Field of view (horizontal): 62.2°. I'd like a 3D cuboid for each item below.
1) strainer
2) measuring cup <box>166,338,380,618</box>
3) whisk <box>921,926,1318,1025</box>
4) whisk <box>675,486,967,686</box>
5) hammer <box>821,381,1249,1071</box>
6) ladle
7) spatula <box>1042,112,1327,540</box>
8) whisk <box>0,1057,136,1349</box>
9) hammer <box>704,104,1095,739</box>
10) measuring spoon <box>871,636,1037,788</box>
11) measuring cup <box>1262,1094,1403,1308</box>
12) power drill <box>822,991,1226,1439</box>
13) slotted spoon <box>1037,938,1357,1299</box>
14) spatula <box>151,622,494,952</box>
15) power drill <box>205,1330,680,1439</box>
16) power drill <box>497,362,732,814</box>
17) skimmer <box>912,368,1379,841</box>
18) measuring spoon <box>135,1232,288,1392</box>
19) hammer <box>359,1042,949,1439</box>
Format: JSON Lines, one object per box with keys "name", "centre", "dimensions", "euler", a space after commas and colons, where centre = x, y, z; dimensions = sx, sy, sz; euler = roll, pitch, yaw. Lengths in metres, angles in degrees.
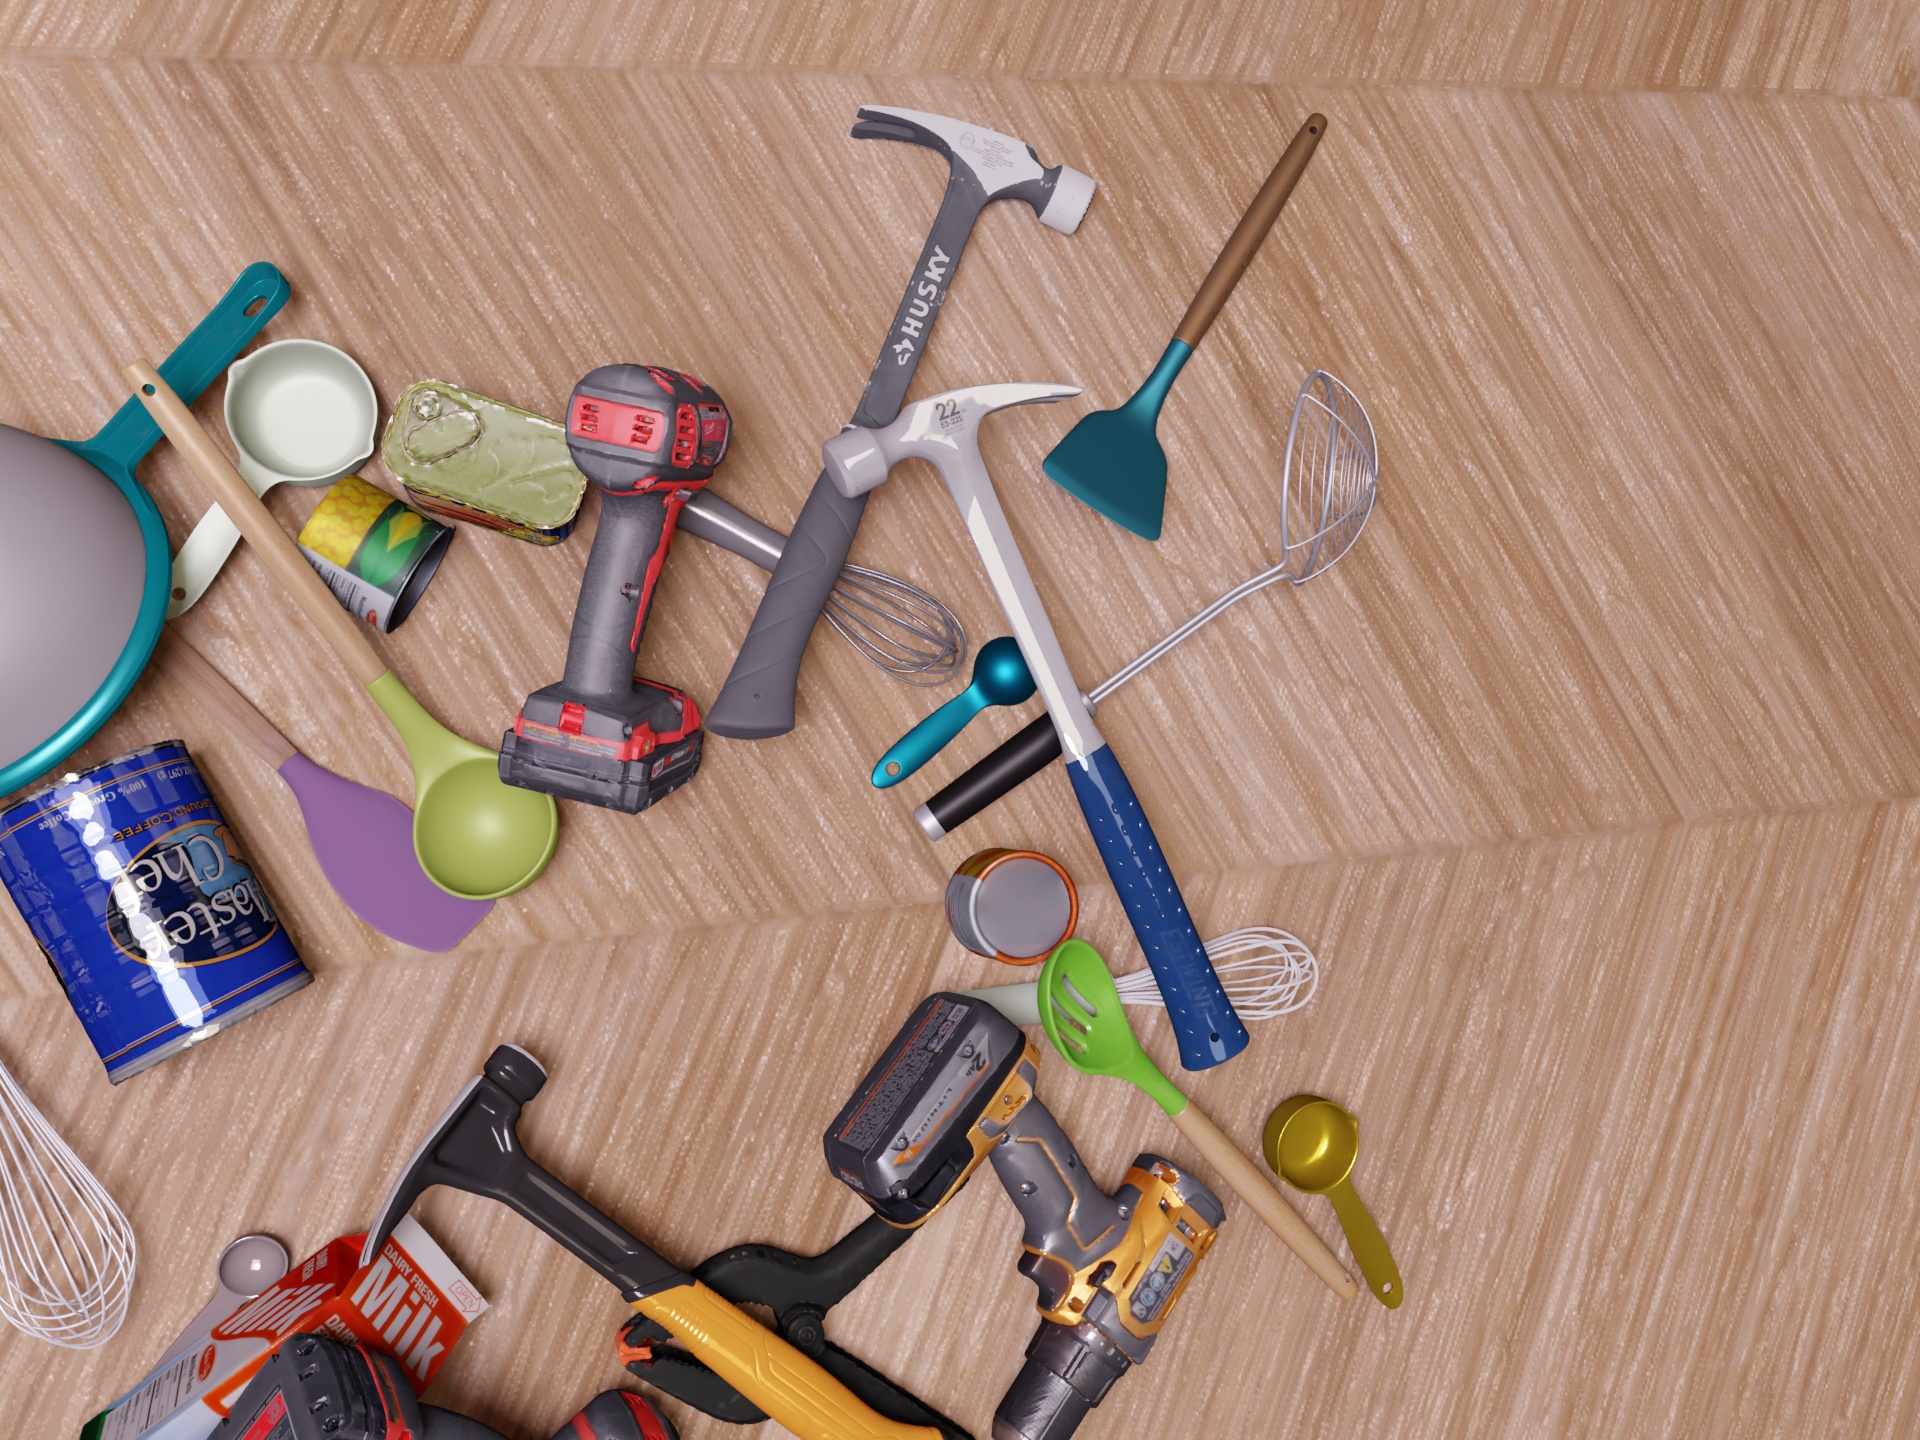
{"name": "strainer", "centre": [-0.457, -0.116, 0.759], "dimensions": [0.211, 0.095, 0.340], "euler": [29, 73, 19]}
{"name": "measuring cup", "centre": [-0.374, -0.124, 0.849], "dimensions": [0.083, 0.038, 0.167], "euler": [32, 82, -10]}
{"name": "whisk", "centre": [0.096, 0.159, 0.944], "dimensions": [0.246, 0.057, 0.059], "euler": [-5, 53, -11]}
{"name": "whisk", "centre": [-0.102, -0.090, 0.910], "dimensions": [0.239, 0.055, 0.055], "euler": [29, 80, -6]}
{"name": "hammer", "centre": [0.071, 0.006, 0.884], "dimensions": [0.144, 0.035, 0.405], "euler": [-26, 99, -13]}
{"name": "ladle", "centre": [-0.312, -0.040, 0.804], "dimensions": [0.078, 0.062, 0.320], "euler": [-34, 113, -6]}
{"name": "spatula", "centre": [0.154, -0.254, 0.982], "dimensions": [0.082, 0.044, 0.317], "euler": [32, 79, -6]}
{"name": "whisk", "centre": [-0.488, 0.182, 0.794], "dimensions": [0.070, 0.070, 0.284], "euler": [-25, 87, -14]}
{"name": "hammer", "centre": [-0.053, -0.174, 0.899], "dimensions": [0.149, 0.036, 0.409], "euler": [24, 72, -9]}
{"name": "measuring spoon", "centre": [-0.001, -0.003, 0.937], "dimensions": [0.128, 0.021, 0.042], "euler": [-41, 96, -15]}
{"name": "measuring cup", "centre": [0.233, 0.298, 0.980], "dimensions": [0.062, 0.029, 0.156], "euler": [-32, 106, -15]}
{"name": "power drill", "centre": [0.028, 0.283, 0.876], "dimensions": [0.226, 0.084, 0.185], "euler": [46, 68, -20]}
{"name": "slotted spoon", "centre": [0.140, 0.243, 0.927], "dimensions": [0.313, 0.031, 0.070], "euler": [48, 44, -19]}
{"name": "spatula", "centre": [-0.379, 0.006, 0.847], "dimensions": [0.316, 0.018, 0.060], "euler": [46, 71, -8]}
{"name": "power drill", "centre": [-0.267, 0.403, 0.778], "dimensions": [0.188, 0.080, 0.226], "euler": [-53, 133, 0]}
{"name": "power drill", "centre": [-0.168, -0.073, 0.828], "dimensions": [0.078, 0.143, 0.219], "euler": [13, 101, 5]}
{"name": "skimmer", "centre": [0.108, -0.065, 0.951], "dimensions": [0.363, 0.127, 0.090], "euler": [-37, 58, -2]}
{"name": "measuring spoon", "centre": [-0.396, 0.318, 0.828], "dimensions": [0.034, 0.018, 0.124], "euler": [38, 85, -23]}
{"name": "hammer", "centre": [-0.142, 0.316, 0.826], "dimensions": [0.336, 0.034, 0.127], "euler": [39, 55, -8]}
